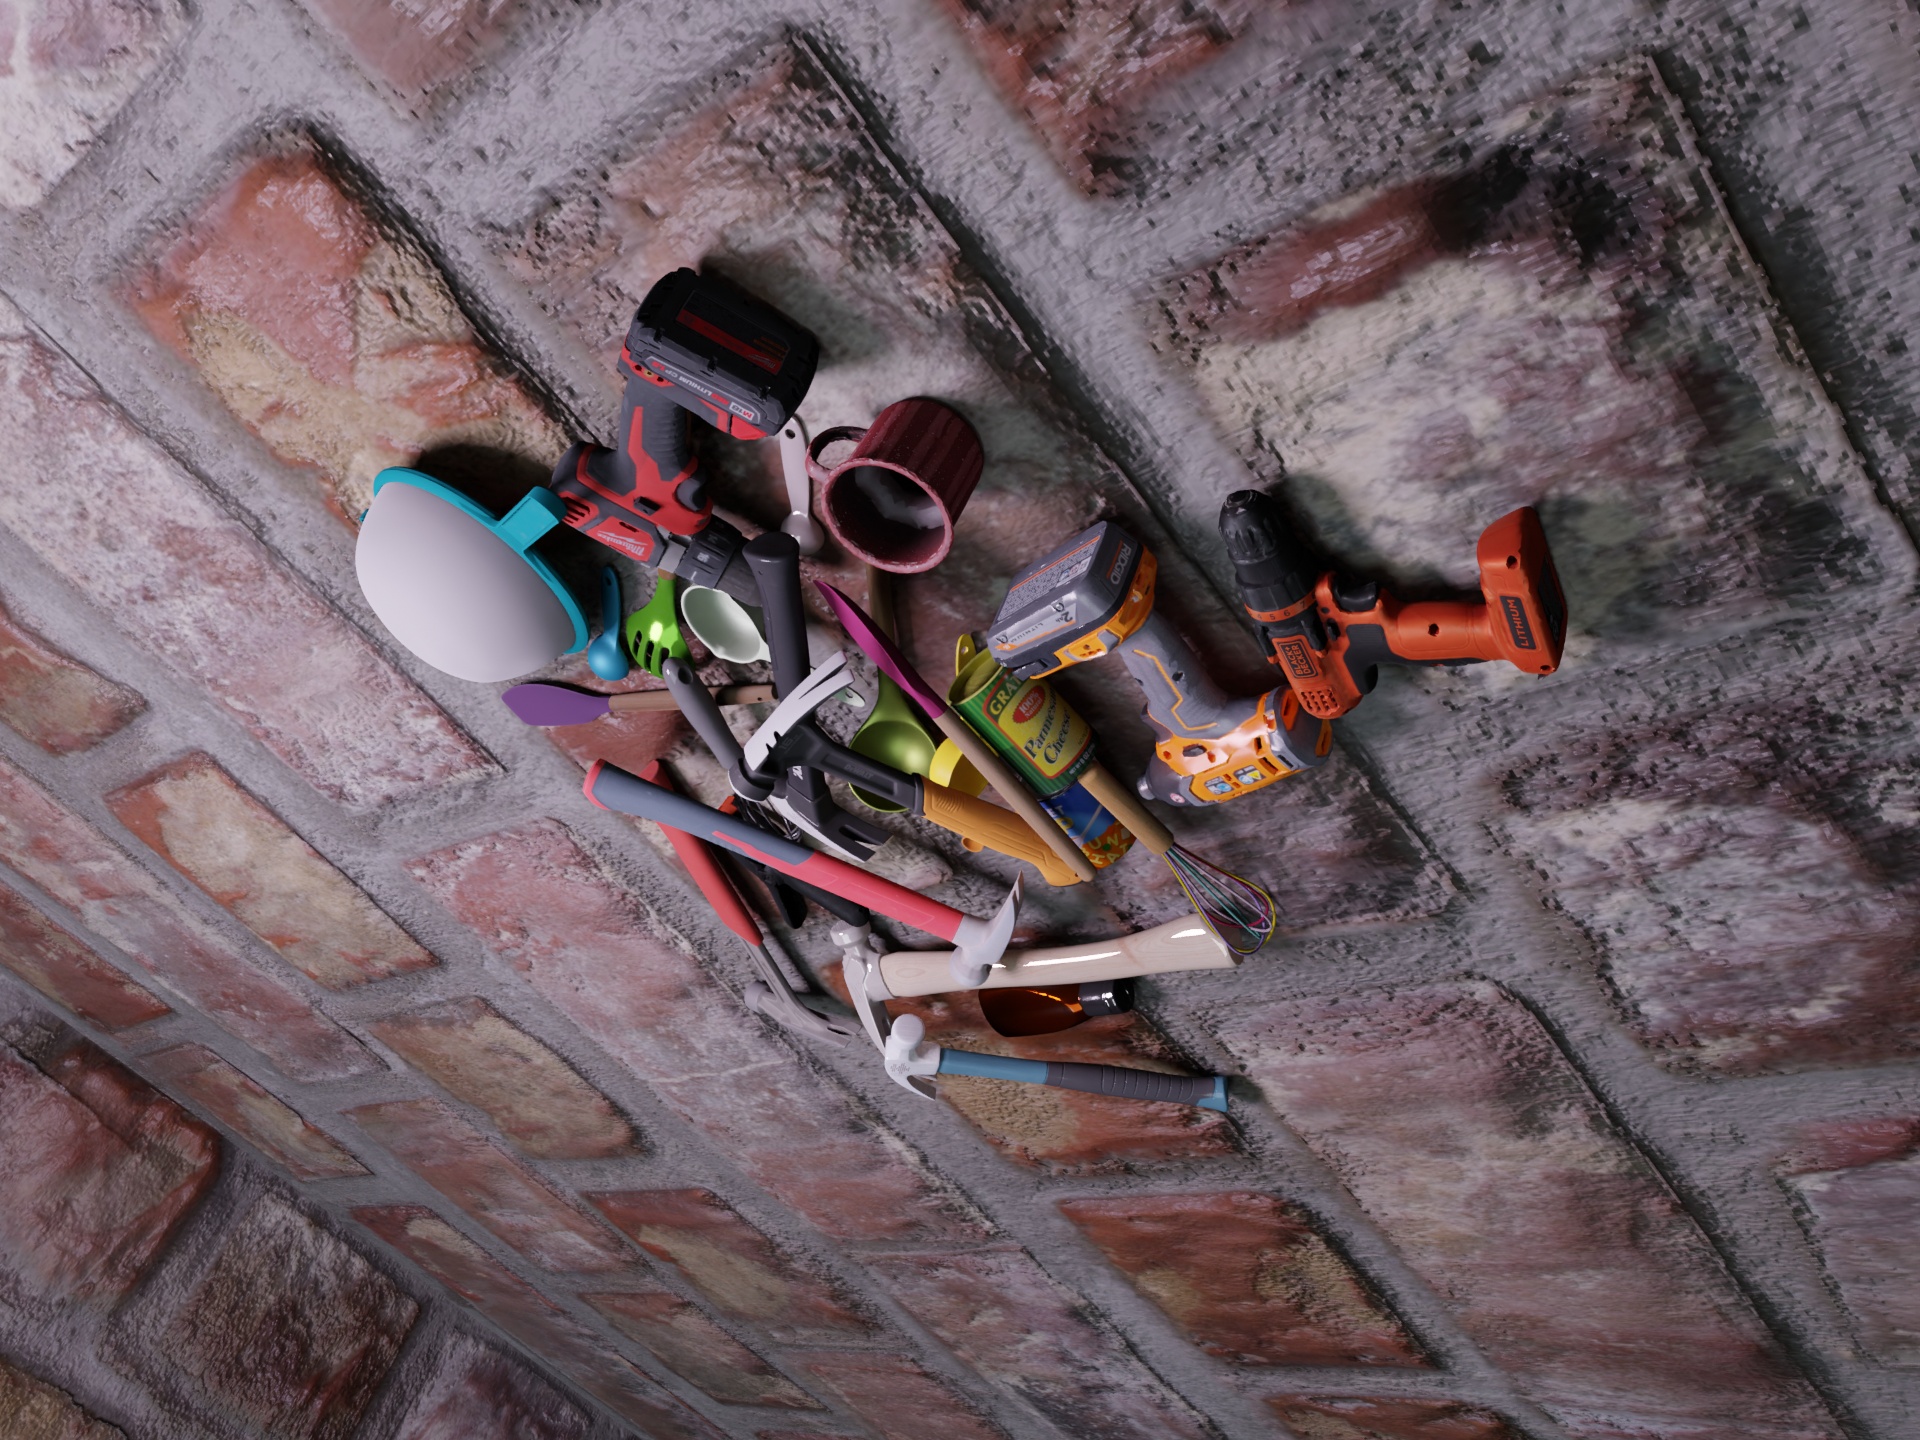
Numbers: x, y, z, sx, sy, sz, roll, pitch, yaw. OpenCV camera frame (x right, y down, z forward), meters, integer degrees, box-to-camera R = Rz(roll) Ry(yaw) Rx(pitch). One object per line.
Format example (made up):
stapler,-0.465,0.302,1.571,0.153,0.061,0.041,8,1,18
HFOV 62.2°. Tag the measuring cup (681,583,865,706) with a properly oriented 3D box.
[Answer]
measuring cup,-0.138,-0.063,1.236,0.167,0.038,0.083,30,144,8

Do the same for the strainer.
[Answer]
strainer,-0.379,-0.104,1.222,0.211,0.095,0.340,43,156,-18

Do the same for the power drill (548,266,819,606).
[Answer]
power drill,-0.174,-0.178,1.100,0.187,0.080,0.226,28,138,-11

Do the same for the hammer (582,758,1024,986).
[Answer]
hammer,-0.136,0.111,1.357,0.386,0.038,0.143,23,138,0

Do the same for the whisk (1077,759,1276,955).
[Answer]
whisk,0.173,0.105,1.242,0.047,0.051,0.244,-37,121,18

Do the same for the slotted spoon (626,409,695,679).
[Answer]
slotted spoon,-0.228,-0.133,1.235,0.070,0.031,0.313,30,140,11

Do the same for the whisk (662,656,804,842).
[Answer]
whisk,-0.192,0.030,1.362,0.055,0.055,0.238,0,138,29

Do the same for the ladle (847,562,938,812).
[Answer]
ladle,-0.059,-0.055,1.205,0.078,0.062,0.319,1,134,4

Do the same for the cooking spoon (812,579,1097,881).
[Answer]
cooking spoon,0.001,0.011,1.160,0.318,0.017,0.069,48,171,-22

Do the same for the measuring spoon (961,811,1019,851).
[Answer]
measuring spoon,0.043,0.086,1.339,0.021,0.011,0.117,44,134,-19

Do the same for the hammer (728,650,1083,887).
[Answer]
hammer,-0.010,0.058,1.222,0.336,0.034,0.127,27,115,-38

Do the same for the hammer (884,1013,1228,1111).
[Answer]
hammer,0.092,0.329,1.479,0.331,0.033,0.128,8,146,-6

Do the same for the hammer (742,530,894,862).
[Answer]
hammer,-0.120,-0.016,1.195,0.146,0.035,0.334,34,150,23

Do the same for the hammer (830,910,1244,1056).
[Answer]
hammer,0.065,0.228,1.422,0.411,0.038,0.146,-12,105,36

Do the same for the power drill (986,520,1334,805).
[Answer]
power drill,0.129,-0.022,1.119,0.226,0.084,0.164,39,141,-20

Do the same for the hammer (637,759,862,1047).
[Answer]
hammer,-0.220,0.183,1.549,0.149,0.037,0.358,11,138,40

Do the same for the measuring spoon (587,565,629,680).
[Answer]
measuring spoon,-0.299,-0.078,1.331,0.042,0.021,0.128,34,141,19

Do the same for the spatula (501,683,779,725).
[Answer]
spatula,-0.287,-0.018,1.398,0.316,0.018,0.059,-2,140,32

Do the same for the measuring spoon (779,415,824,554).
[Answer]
measuring spoon,-0.120,-0.166,1.145,0.034,0.018,0.124,15,138,15

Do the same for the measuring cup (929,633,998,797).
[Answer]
measuring cup,-0.002,-0.004,1.242,0.029,0.062,0.156,26,133,35
